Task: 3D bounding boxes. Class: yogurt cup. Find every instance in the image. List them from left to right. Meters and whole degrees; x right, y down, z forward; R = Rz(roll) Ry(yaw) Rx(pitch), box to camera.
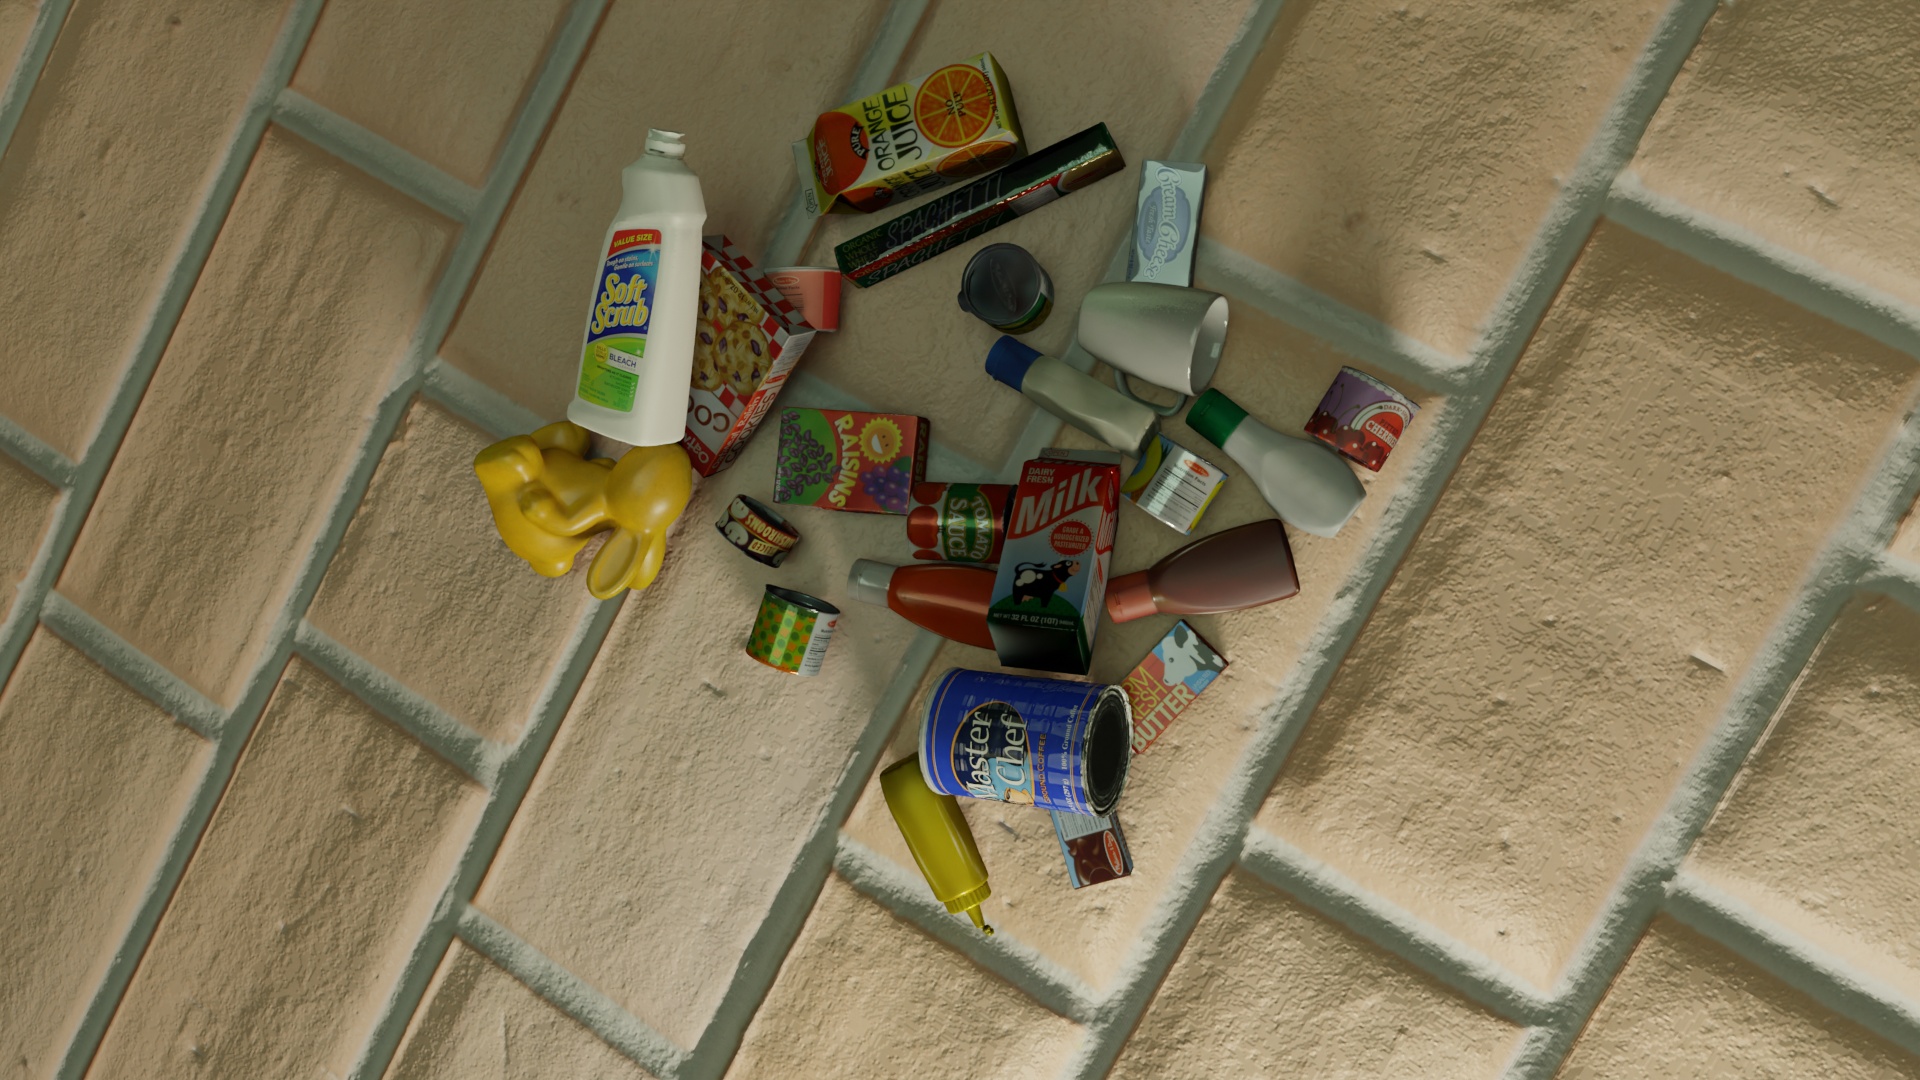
[{"bbox_3d":[-0.133,-0.205,1.184,0.072,0.072,0.054,1,97,15],"label":"yogurt cup"}]

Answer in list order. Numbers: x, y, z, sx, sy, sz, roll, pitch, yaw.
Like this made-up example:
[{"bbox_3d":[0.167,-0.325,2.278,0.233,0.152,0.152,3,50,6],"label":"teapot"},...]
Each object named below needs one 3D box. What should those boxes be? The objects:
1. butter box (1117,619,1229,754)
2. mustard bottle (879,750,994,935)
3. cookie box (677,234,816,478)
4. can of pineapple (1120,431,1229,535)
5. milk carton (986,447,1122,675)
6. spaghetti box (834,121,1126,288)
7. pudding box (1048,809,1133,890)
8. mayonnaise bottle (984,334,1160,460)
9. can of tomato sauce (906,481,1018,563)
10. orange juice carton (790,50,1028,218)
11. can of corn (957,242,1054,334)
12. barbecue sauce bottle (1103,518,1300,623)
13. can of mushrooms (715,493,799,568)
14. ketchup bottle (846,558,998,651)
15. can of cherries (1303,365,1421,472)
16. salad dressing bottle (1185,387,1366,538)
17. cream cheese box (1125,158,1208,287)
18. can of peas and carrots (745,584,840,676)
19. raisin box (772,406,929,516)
[{"bbox_3d":[0.161,0.117,1.112,0.053,0.024,0.103,44,99,13],"label":"butter box"},{"bbox_3d":[-0.013,0.252,1.136,0.049,0.065,0.160,-26,86,9],"label":"mustard bottle"},{"bbox_3d":[-0.212,-0.155,1.184,0.123,0.040,0.166,46,123,12],"label":"cookie box"},{"bbox_3d":[0.168,-0.045,1.096,0.071,0.071,0.058,34,98,14],"label":"can of pineapple"},{"bbox_3d":[0.078,0.004,1.091,0.072,0.073,0.191,5,57,16],"label":"milk carton"},{"bbox_3d":[0.014,-0.275,1.153,0.250,0.050,0.029,-22,81,14],"label":"spaghetti box"},{"bbox_3d":[0.103,0.234,1.121,0.049,0.030,0.084,-19,83,13],"label":"pudding box"},{"bbox_3d":[0.090,-0.118,1.122,0.148,0.064,0.041,32,86,18],"label":"mayonnaise bottle"},{"bbox_3d":[0.004,-0.014,1.136,0.083,0.071,0.071,3,89,16],"label":"can of tomato sauce"},{"bbox_3d":[-0.048,-0.332,1.160,0.192,0.073,0.072,-16,84,15],"label":"orange juice carton"},{"bbox_3d":[0.038,-0.204,1.139,0.071,0.058,0.071,0,88,15],"label":"can of corn"},{"bbox_3d":[0.188,0.030,1.098,0.148,0.043,0.065,-16,83,15],"label":"barbecue sauce bottle"},{"bbox_3d":[-0.172,-0.008,1.183,0.071,0.071,0.033,38,97,13],"label":"can of mushrooms"},{"bbox_3d":[-0.020,0.047,1.154,0.149,0.043,0.064,12,90,15],"label":"ketchup bottle"},{"bbox_3d":[0.306,-0.091,1.057,0.071,0.071,0.058,33,97,14],"label":"can of cherries"},{"bbox_3d":[0.245,-0.063,1.087,0.148,0.044,0.064,40,100,14],"label":"salad dressing bottle"},{"bbox_3d":[0.167,-0.254,1.124,0.053,0.024,0.103,8,90,14],"label":"cream cheese box"},{"bbox_3d":[-0.144,0.076,1.175,0.071,0.071,0.058,20,94,15],"label":"can of peas and carrots"},{"bbox_3d":[-0.092,-0.067,1.180,0.123,0.040,0.086,5,89,16],"label":"raisin box"}]
